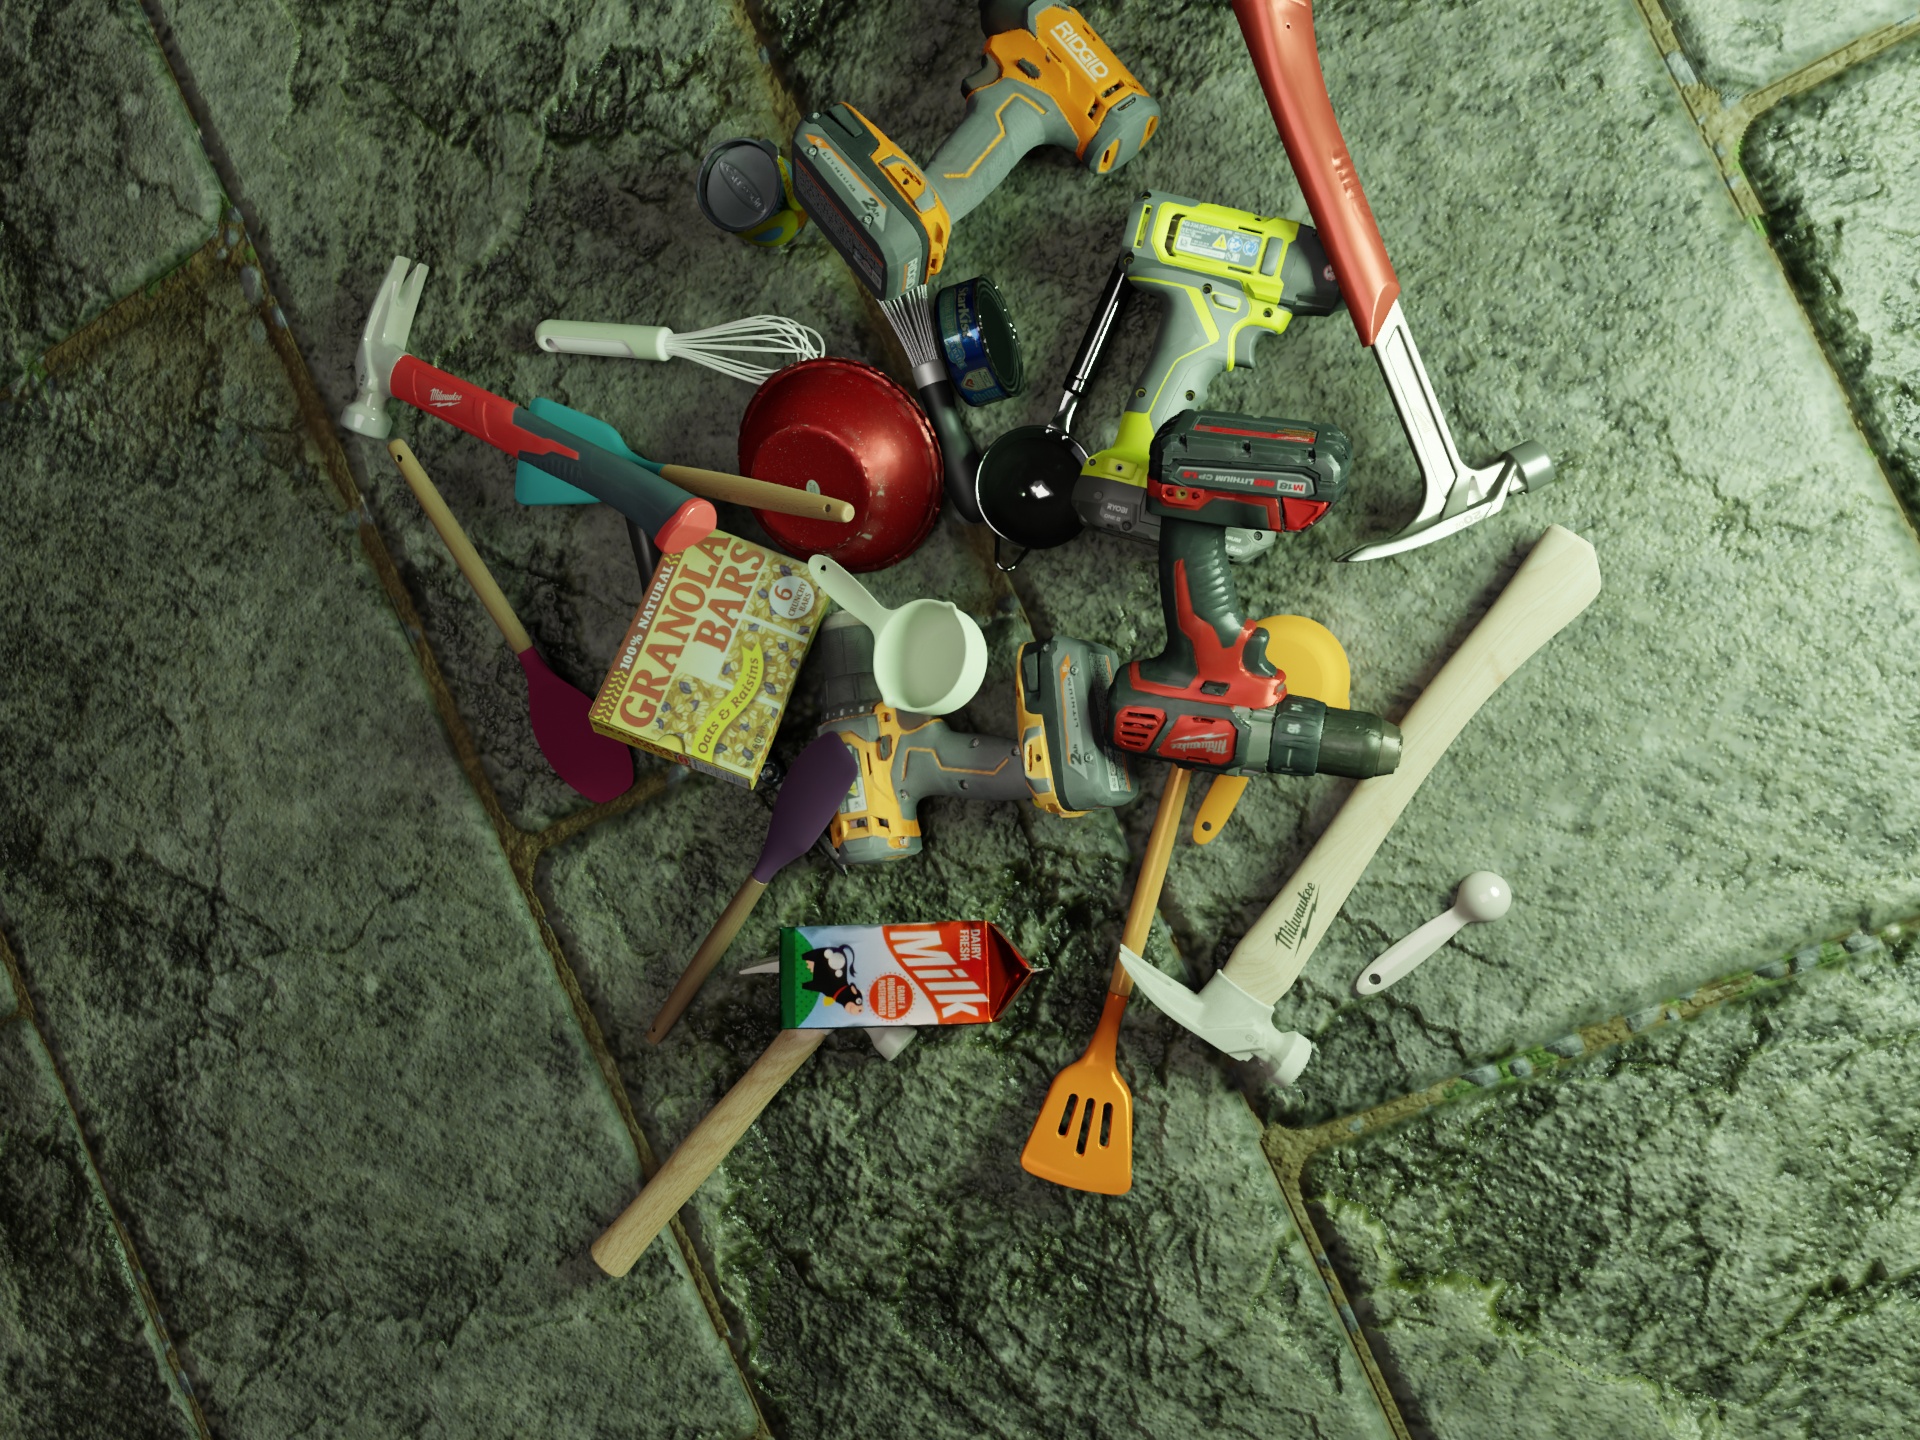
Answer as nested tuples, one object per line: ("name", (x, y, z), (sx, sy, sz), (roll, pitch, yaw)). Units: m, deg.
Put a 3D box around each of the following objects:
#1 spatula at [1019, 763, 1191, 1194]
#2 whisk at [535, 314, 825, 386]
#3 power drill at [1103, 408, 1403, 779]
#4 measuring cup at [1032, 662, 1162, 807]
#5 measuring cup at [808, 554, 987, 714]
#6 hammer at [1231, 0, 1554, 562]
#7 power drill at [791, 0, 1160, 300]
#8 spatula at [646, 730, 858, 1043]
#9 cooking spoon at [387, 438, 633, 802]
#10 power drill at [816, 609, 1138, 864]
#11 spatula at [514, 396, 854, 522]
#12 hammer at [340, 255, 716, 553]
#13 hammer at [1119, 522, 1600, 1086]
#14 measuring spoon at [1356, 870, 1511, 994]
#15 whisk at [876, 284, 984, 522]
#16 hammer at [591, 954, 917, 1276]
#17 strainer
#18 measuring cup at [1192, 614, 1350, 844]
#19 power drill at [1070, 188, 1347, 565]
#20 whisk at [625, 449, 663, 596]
("spatula", (0.119, 0.171, 1.118), (0.081, 0.041, 0.322), (15, 97, 1))
("whisk", (-0.213, -0.279, 1.187), (0.246, 0.057, 0.059), (9, 62, 21))
("power drill", (0.191, -0.067, 0.986), (0.188, 0.080, 0.226), (9, 115, 13))
("measuring cup", (0.111, 0.014, 1.121), (0.156, 0.029, 0.062), (-41, 73, 28))
("measuring cup", (-0.046, -0.066, 1.090), (0.168, 0.038, 0.083), (42, 105, 34))
("hammer", (0.242, -0.284, 0.998), (0.149, 0.037, 0.359), (-24, 96, -4))
("power drill", (-0.001, -0.400, 1.059), (0.226, 0.084, 0.164), (-36, 82, -12))
("spatula", (-0.162, 0.132, 1.184), (0.315, 0.018, 0.060), (-56, 52, 26))
("cooking spoon", (-0.350, -0.076, 1.229), (0.069, 0.017, 0.319), (-28, 98, 20))
("power drill", (-0.002, -0.004, 1.118), (0.226, 0.084, 0.185), (-12, 82, 27))
("spatula", (-0.201, -0.171, 1.132), (0.318, 0.044, 0.082), (16, 97, 37))
("hammer", (-0.319, -0.226, 1.175), (0.387, 0.038, 0.143), (27, 102, 30))
("hammer", (0.271, 0.044, 1.053), (0.146, 0.038, 0.410), (33, 101, 0))
("measuring spoon", (0.315, 0.147, 1.066), (0.124, 0.018, 0.034), (-42, 82, 17))
("whisk", (-0.032, -0.276, 1.125), (0.070, 0.070, 0.284), (-18, 93, 18))
("hammer", (-0.182, 0.308, 1.227), (0.130, 0.031, 0.331), (43, 105, 10))
("strainer", (0.078, -0.223, 1.102), (0.087, 0.050, 0.258), (23, 95, -7))
("measuring cup", (0.197, 0.010, 1.074), (0.095, 0.052, 0.173), (28, 100, 13))
("power drill", (0.172, -0.222, 1.051), (0.171, 0.080, 0.223), (15, 95, 5))
("whisk", (-0.230, -0.091, 1.194), (0.055, 0.055, 0.239), (-15, 79, 18))
